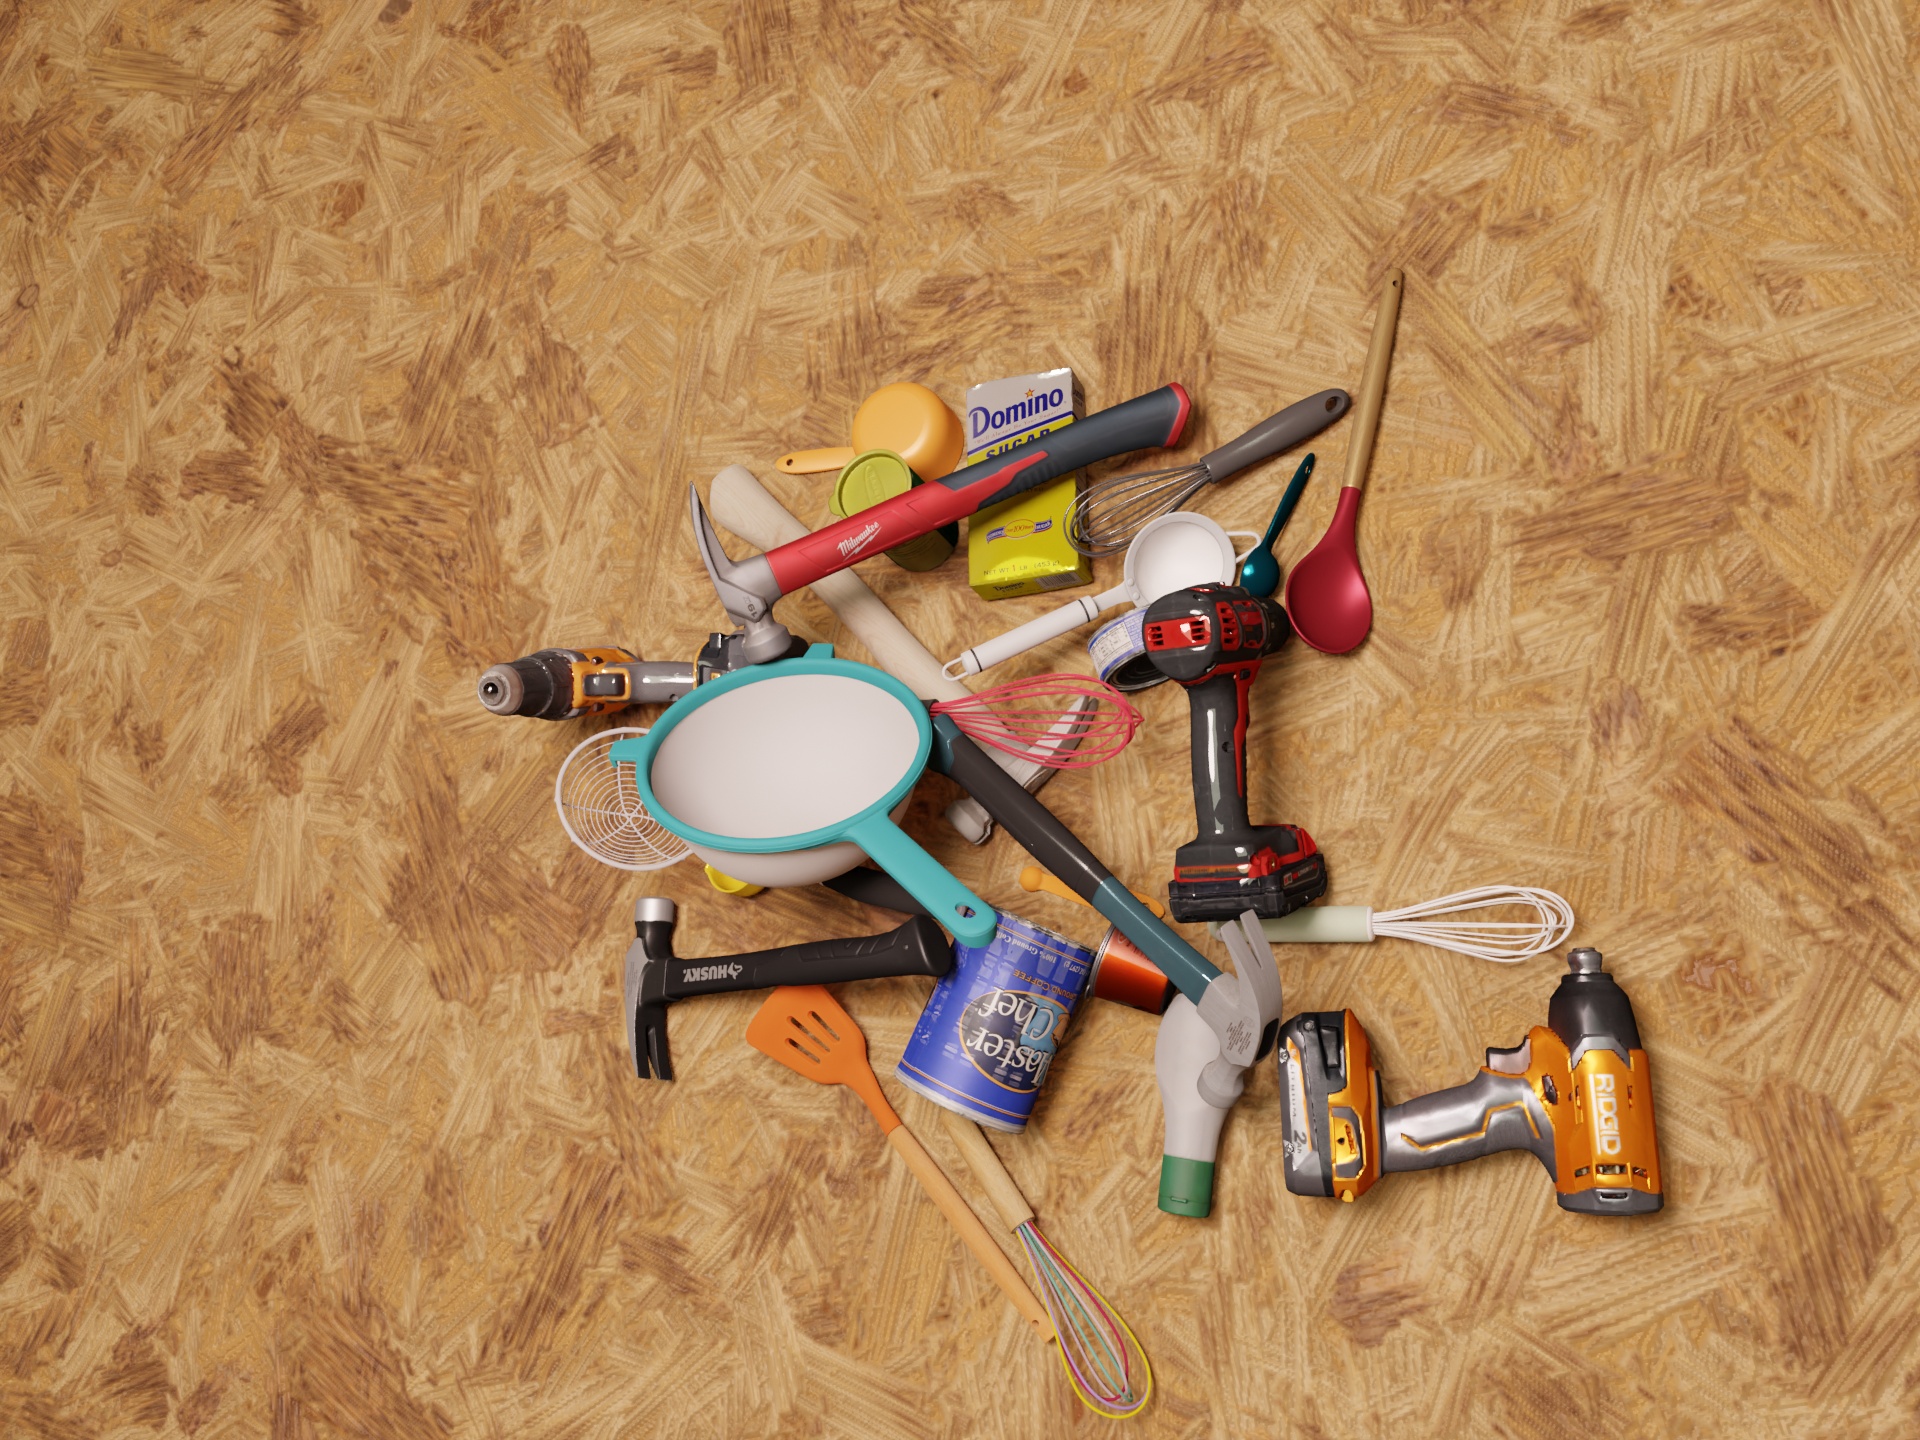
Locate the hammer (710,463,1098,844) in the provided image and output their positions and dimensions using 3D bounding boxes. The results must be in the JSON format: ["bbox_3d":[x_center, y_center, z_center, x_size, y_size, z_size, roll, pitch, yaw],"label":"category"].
[{"bbox_3d":[-0.067,-0.088,1.300,0.146,0.038,0.411,-46,64,3],"label":"hammer"}]

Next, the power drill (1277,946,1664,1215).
[{"bbox_3d":[0.324,0.232,1.025,0.226,0.084,0.164,-4,78,17],"label":"power drill"}]

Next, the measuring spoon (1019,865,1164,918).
[{"bbox_3d":[0.096,0.129,1.186,0.117,0.011,0.021,13,81,25],"label":"measuring spoon"}]

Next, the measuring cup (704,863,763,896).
[{"bbox_3d":[-0.180,0.073,1.313,0.062,0.029,0.157,-23,56,24],"label":"measuring cup"}]

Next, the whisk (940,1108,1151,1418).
[{"bbox_3d":[0.053,0.377,1.121,0.047,0.051,0.245,-43,61,13],"label":"whisk"}]

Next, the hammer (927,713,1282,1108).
[{"bbox_3d":[0.087,0.109,1.085,0.331,0.033,0.128,42,132,28],"label":"hammer"}]

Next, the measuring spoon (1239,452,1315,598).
[{"bbox_3d":[0.244,-0.144,1.188,0.021,0.042,0.129,20,77,31],"label":"measuring spoon"}]

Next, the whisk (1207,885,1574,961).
[{"bbox_3d":[0.290,0.139,1.091,0.246,0.057,0.059,-4,40,24],"label":"whisk"}]

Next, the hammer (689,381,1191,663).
[{"bbox_3d":[-0.010,-0.183,1.198,0.386,0.038,0.143,-24,108,-6],"label":"hammer"}]

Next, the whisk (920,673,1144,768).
[{"bbox_3d":[-0.002,-0.004,1.199,0.296,0.073,0.073,3,77,27],"label":"whisk"}]

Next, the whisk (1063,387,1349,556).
[{"bbox_3d":[0.187,-0.193,1.207,0.239,0.055,0.055,-28,67,1],"label":"whisk"}]

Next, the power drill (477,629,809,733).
[{"bbox_3d":[-0.256,-0.030,1.280,0.226,0.185,0.084,1,94,20],"label":"power drill"}]

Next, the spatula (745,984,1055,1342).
[{"bbox_3d":[-0.039,0.324,1.173,0.323,0.041,0.081,48,108,24],"label":"spatula"}]

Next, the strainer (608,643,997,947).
[{"bbox_3d":[-0.082,0.081,1.107,0.211,0.095,0.341,-28,44,-25],"label":"strainer"}]

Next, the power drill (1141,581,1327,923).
[{"bbox_3d":[0.196,0.016,1.108,0.080,0.188,0.227,-7,91,30],"label":"power drill"}]

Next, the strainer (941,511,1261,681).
[{"bbox_3d":[0.102,-0.089,1.198,0.258,0.050,0.086,-25,111,-5],"label":"strainer"}]

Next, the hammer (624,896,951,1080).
[{"bbox_3d":[-0.139,0.191,1.195,0.335,0.035,0.146,-13,68,39],"label":"hammer"}]

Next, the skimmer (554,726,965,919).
[{"bbox_3d":[-0.157,0.084,1.213,0.363,0.090,0.127,11,47,35],"label":"skimmer"}]

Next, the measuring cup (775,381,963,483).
[{"bbox_3d":[-0.087,-0.234,1.338,0.173,0.052,0.095,-4,74,19],"label":"measuring cup"}]

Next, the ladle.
[{"bbox_3d":[0.295,-0.196,1.183,0.069,0.031,0.315,17,77,-10],"label":"ladle"}]
